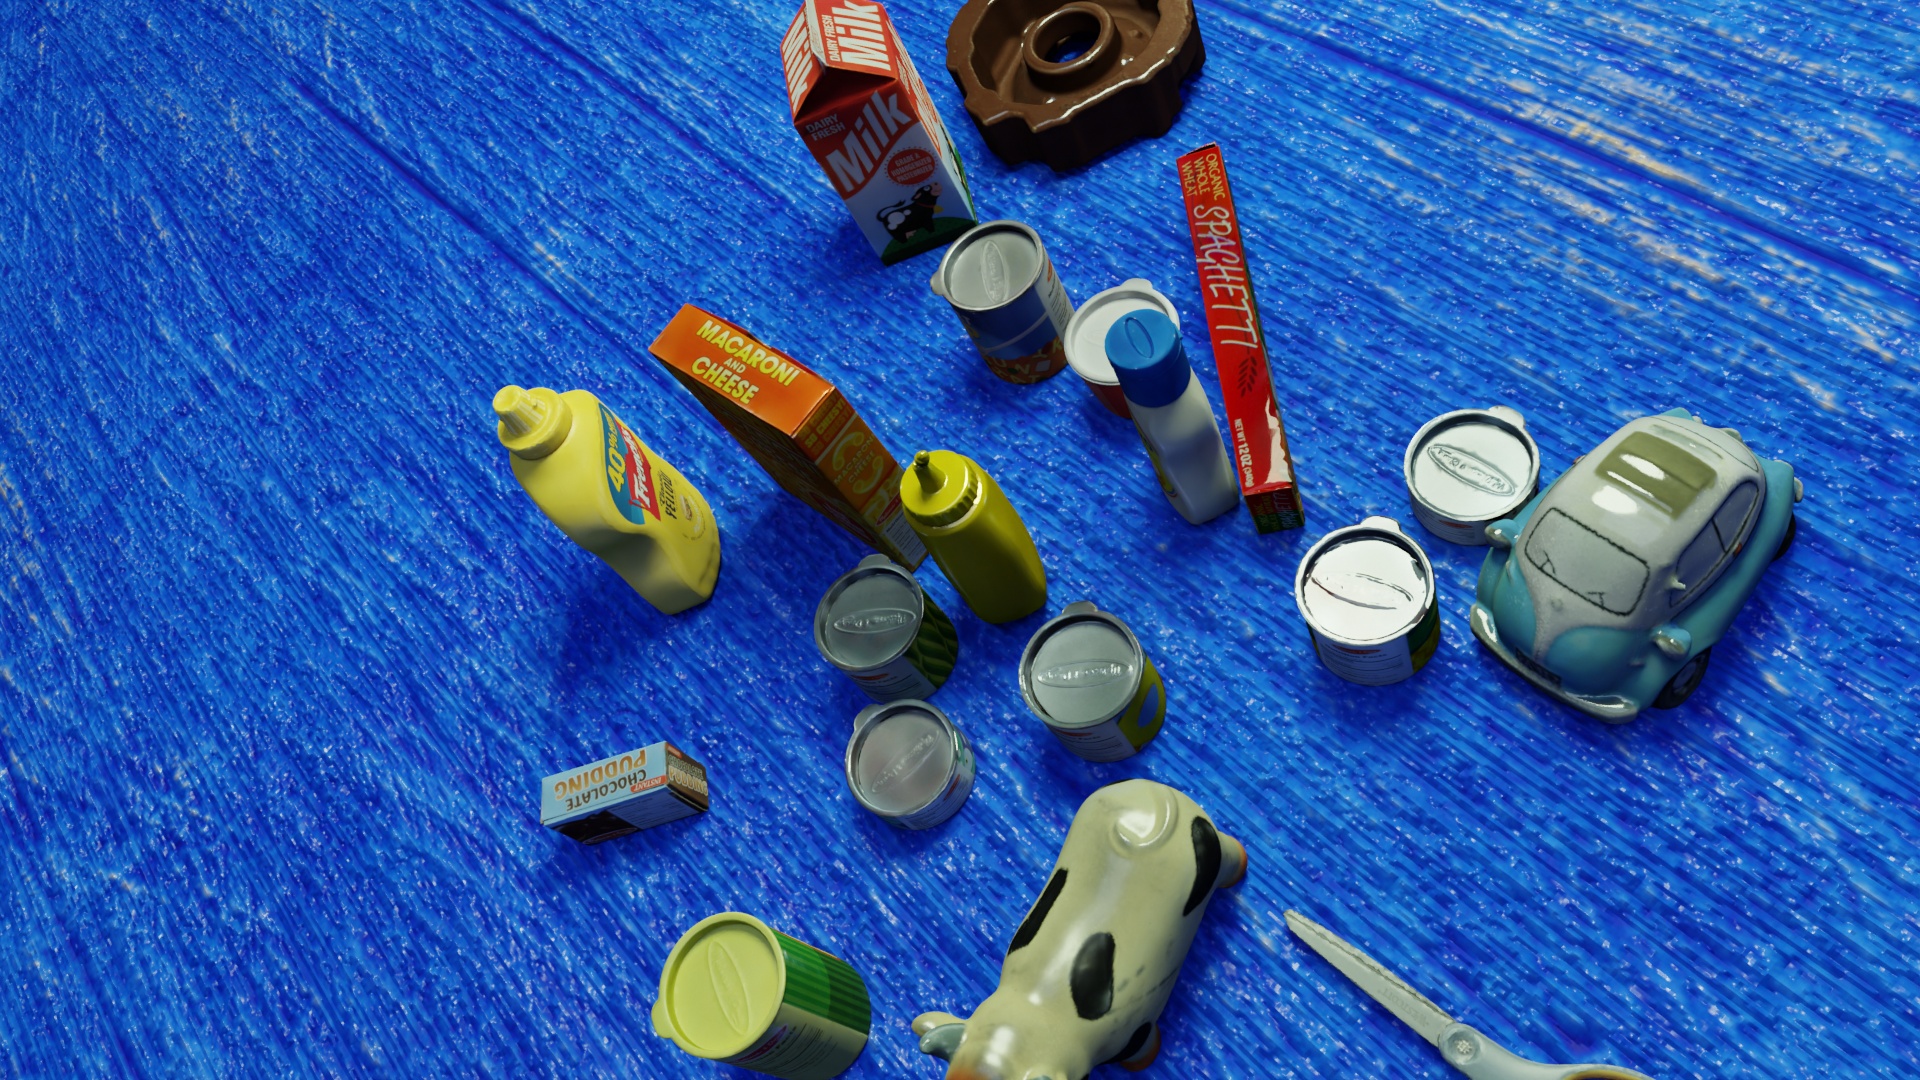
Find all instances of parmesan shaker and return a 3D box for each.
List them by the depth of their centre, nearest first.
[{"bbox_3d":[-0.097,0.230,0.689,0.071,0.102,0.071,-10,61,17],"label":"parmesan shaker"}]

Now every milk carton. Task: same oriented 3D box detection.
[{"bbox_3d":[-0.057,-0.268,0.889,0.073,0.190,0.072,-19,58,12],"label":"milk carton"}]

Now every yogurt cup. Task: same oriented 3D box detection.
[{"bbox_3d":[0.101,-0.108,0.821,0.072,0.053,0.073,-10,60,17],"label":"yogurt cup"}]

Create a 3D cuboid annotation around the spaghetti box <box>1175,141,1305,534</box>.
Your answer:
[{"bbox_3d":[0.161,-0.123,0.807,0.028,0.050,0.251,-14,59,15],"label":"spaghetti box"}]

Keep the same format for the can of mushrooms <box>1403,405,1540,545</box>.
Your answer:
[{"bbox_3d":[0.269,-0.034,0.726,0.071,0.033,0.071,-10,60,17],"label":"can of mushrooms"}]

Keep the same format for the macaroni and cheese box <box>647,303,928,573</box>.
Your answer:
[{"bbox_3d":[-0.090,-0.058,0.803,0.124,0.166,0.040,31,79,32],"label":"macaroni and cheese box"}]

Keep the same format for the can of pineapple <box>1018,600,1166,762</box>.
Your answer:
[{"bbox_3d":[0.071,0.076,0.732,0.071,0.057,0.071,-10,60,17],"label":"can of pineapple"}]

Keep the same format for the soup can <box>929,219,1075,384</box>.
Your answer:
[{"bbox_3d":[0.029,-0.144,0.852,0.071,0.083,0.071,-10,60,17],"label":"soup can"}]

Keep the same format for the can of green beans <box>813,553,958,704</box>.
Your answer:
[{"bbox_3d":[-0.041,0.054,0.789,0.071,0.057,0.071,-10,60,17],"label":"can of green beans"}]

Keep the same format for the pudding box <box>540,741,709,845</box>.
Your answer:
[{"bbox_3d":[-0.195,0.148,0.805,0.083,0.049,0.030,-19,58,12],"label":"pudding box"}]

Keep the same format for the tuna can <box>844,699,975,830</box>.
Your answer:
[{"bbox_3d":[-0.029,0.122,0.762,0.071,0.032,0.071,-9,60,17],"label":"tuna can"}]

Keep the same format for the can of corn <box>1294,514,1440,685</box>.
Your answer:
[{"bbox_3d":[0.207,0.031,0.701,0.071,0.058,0.071,-10,60,17],"label":"can of corn"}]

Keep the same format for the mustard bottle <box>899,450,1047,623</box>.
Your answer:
[{"bbox_3d":[0.003,-0.009,0.744,0.049,0.159,0.065,-24,57,9],"label":"mustard bottle"}]

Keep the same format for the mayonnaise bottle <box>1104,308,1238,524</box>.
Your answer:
[{"bbox_3d":[0.112,-0.067,0.738,0.041,0.147,0.065,-28,57,7],"label":"mayonnaise bottle"}]
